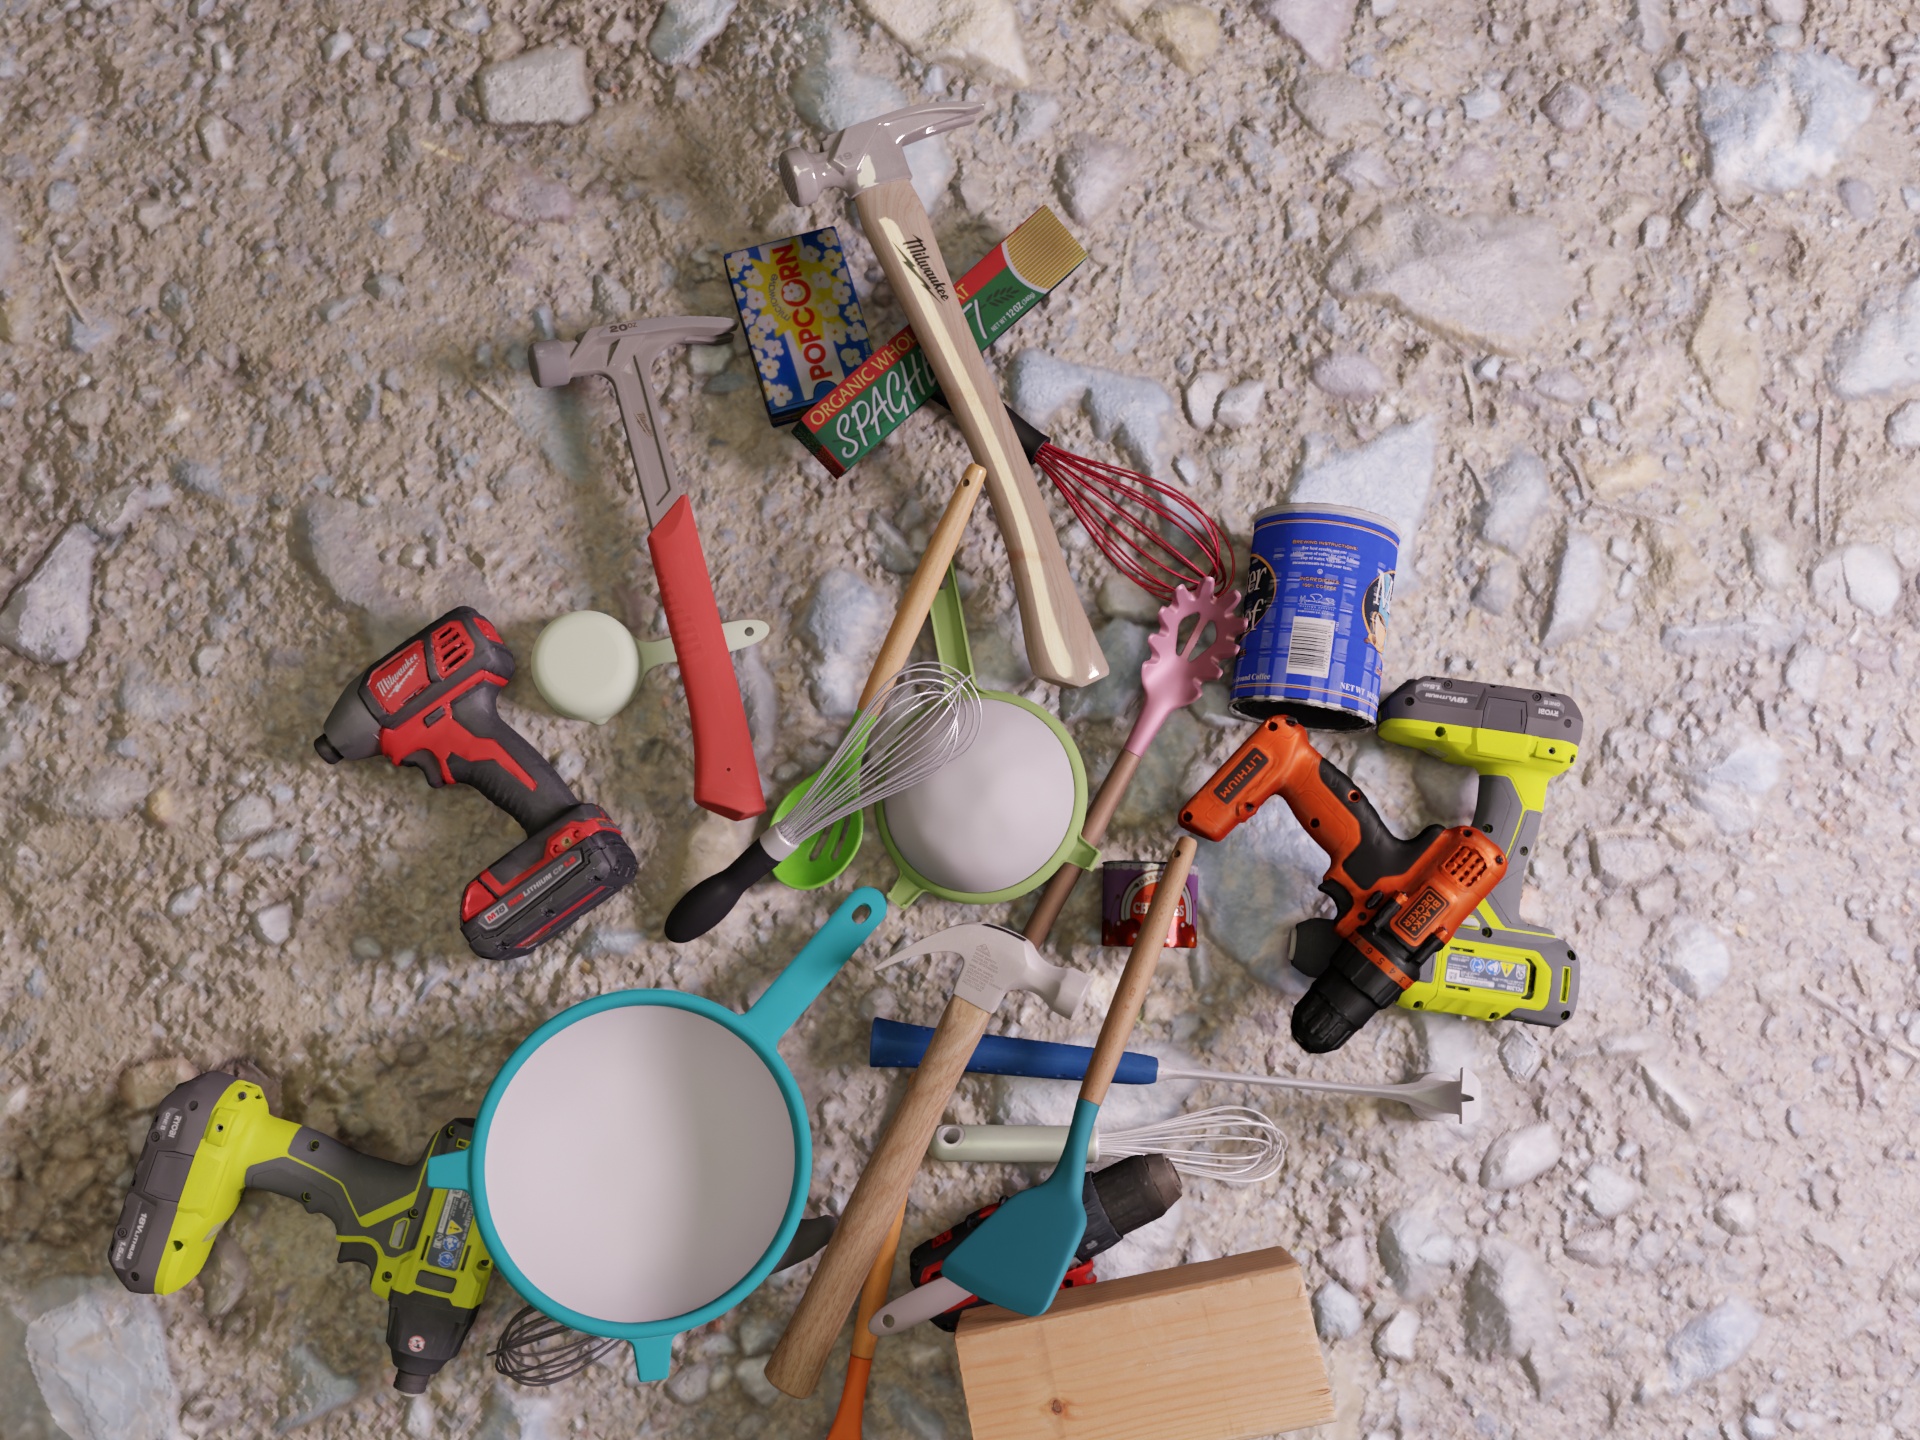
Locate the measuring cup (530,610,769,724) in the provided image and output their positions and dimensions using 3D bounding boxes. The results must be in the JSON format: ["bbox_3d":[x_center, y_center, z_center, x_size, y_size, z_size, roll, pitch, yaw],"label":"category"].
[{"bbox_3d":[-0.217,-0.049,1.109,0.167,0.038,0.083,-13,83,-3],"label":"measuring cup"}]

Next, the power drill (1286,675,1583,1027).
[{"bbox_3d":[0.335,0.090,1.107,0.190,0.080,0.228,8,84,6],"label":"power drill"}]

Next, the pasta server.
[{"bbox_3d":[0.106,0.046,1.100,0.060,0.040,0.316,29,89,6],"label":"pasta server"}]

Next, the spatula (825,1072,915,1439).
[{"bbox_3d":[-0.062,0.398,1.064,0.081,0.041,0.323,13,77,-2],"label":"spatula"}]

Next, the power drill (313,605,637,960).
[{"bbox_3d":[-0.330,0.046,1.070,0.143,0.078,0.220,-35,82,-3],"label":"power drill"}]

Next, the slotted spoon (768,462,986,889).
[{"bbox_3d":[-0.051,-0.028,1.082,0.070,0.031,0.313,28,99,24],"label":"slotted spoon"}]

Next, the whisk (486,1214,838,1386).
[{"bbox_3d":[-0.192,0.375,1.045,0.239,0.055,0.055,-19,83,-11],"label":"whisk"}]

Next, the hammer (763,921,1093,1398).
[{"bbox_3d":[-0.044,0.283,1.031,0.130,0.031,0.331,27,91,13],"label":"hammer"}]

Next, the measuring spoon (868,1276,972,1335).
[{"bbox_3d":[-0.005,0.362,1.009,0.124,0.018,0.034,-28,78,6],"label":"measuring spoon"}]

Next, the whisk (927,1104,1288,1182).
[{"bbox_3d":[0.099,0.288,1.081,0.246,0.059,0.058,1,45,0],"label":"whisk"}]

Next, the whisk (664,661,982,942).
[{"bbox_3d":[-0.098,0.061,1.052,0.284,0.070,0.070,-41,86,16],"label":"whisk"}]

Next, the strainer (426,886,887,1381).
[{"bbox_3d":[-0.170,0.243,1.054,0.211,0.095,0.340,42,62,0],"label":"strainer"}]

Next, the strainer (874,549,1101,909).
[{"bbox_3d":[-0.002,-0.003,1.087,0.151,0.069,0.256,-13,78,11],"label":"strainer"}]

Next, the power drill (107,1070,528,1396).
[{"bbox_3d":[-0.411,0.326,1.024,0.223,0.080,0.171,16,80,-5],"label":"power drill"}]

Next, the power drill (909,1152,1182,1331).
[{"bbox_3d":[0.092,0.407,1.032,0.188,0.080,0.227,-27,81,5],"label":"power drill"}]

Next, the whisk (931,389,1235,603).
[{"bbox_3d":[0.073,-0.182,1.142,0.296,0.073,0.073,38,81,8],"label":"whisk"}]

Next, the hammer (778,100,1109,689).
[{"bbox_3d":[0.020,-0.219,1.095,0.146,0.038,0.410,-23,93,-12],"label":"hammer"}]

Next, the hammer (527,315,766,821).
[{"bbox_3d":[-0.185,-0.108,1.101,0.149,0.036,0.359,-13,81,-20],"label":"hammer"}]

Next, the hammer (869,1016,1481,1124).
[{"bbox_3d":[0.142,0.233,1.059,0.405,0.144,0.035,5,77,4],"label":"hammer"}]

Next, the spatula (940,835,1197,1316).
[{"bbox_3d":[0.086,0.214,1.003,0.044,0.082,0.318,39,68,-43],"label":"spatula"}]
